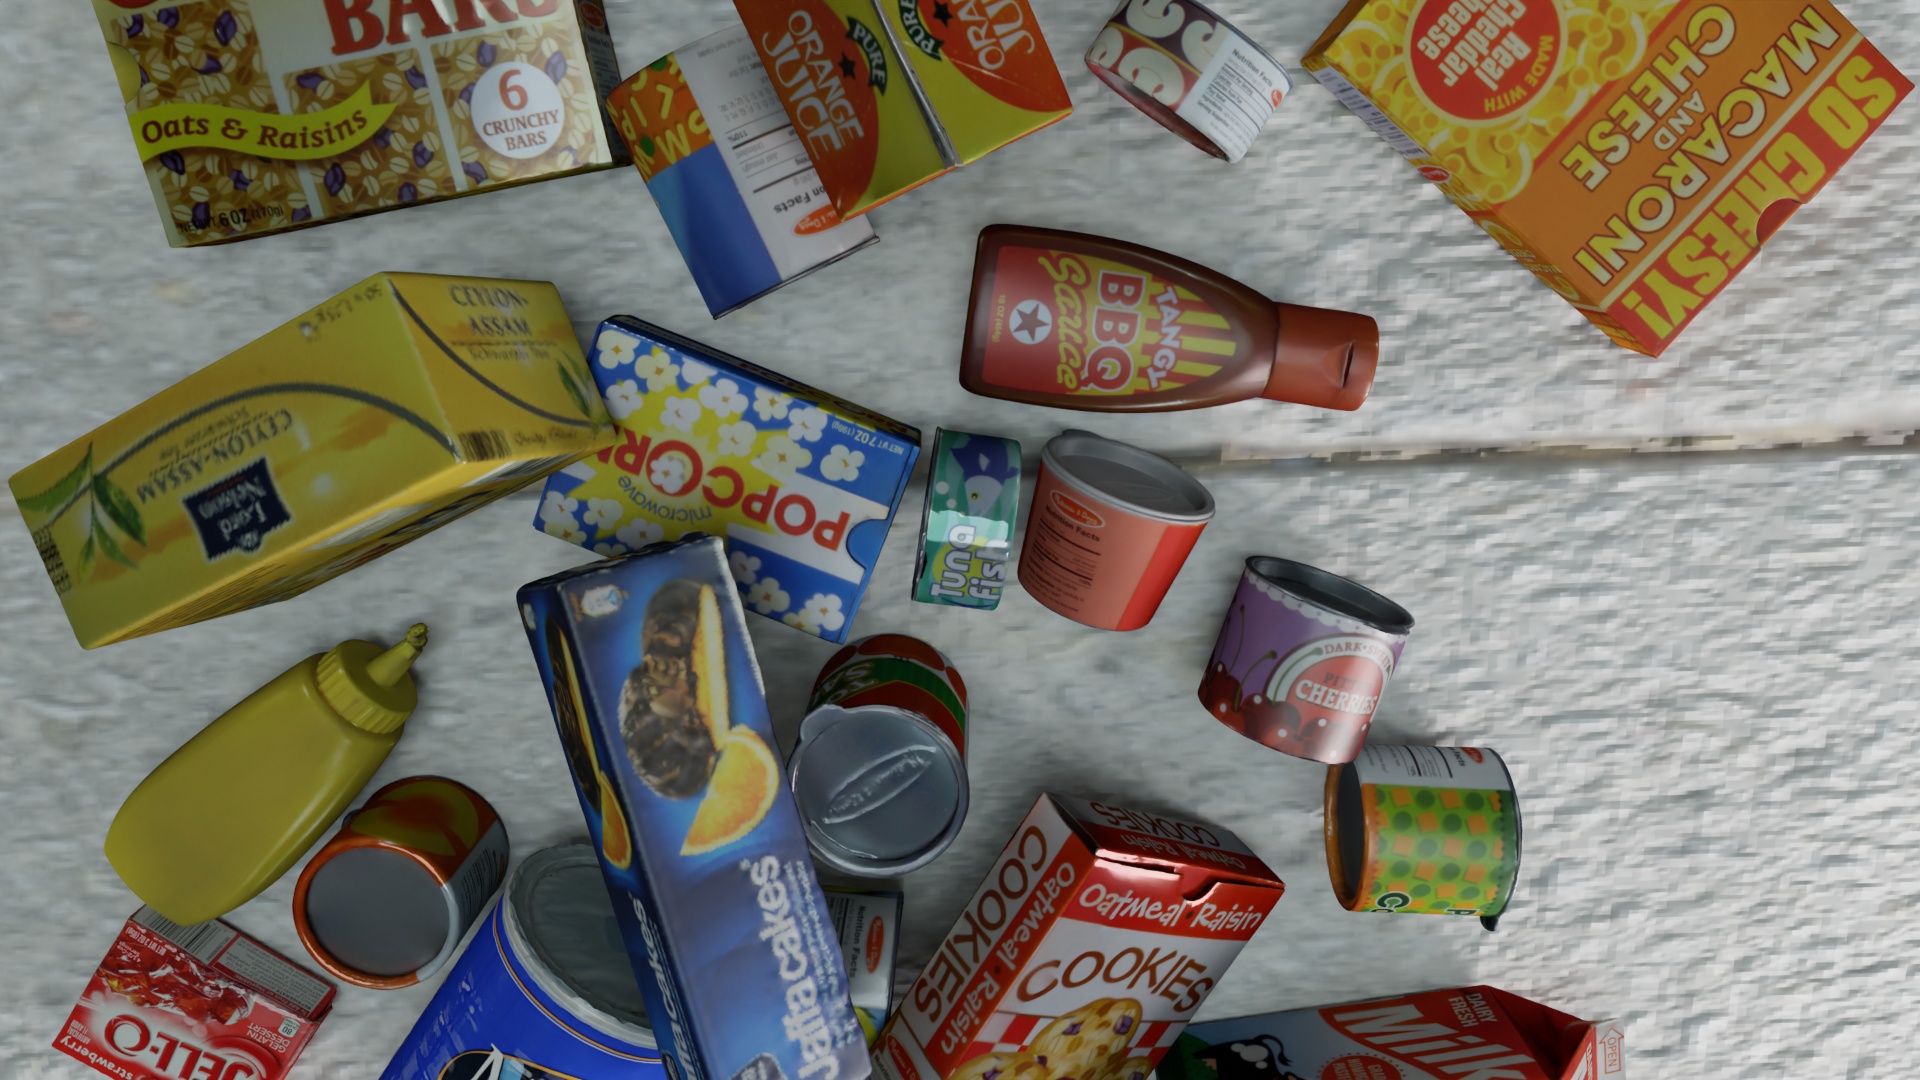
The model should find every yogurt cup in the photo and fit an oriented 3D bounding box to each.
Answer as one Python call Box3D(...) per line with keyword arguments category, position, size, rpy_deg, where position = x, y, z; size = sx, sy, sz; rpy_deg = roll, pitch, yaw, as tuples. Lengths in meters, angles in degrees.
Box3D(category="yogurt cup", position=(0.055, -0.002, 0.522), size=(0.072, 0.073, 0.053), rpy_deg=(18, 112, -4))

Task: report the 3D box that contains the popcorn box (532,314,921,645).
Box3D(category="popcorn box", position=(-0.088, -0.024, 0.530), size=(0.127, 0.038, 0.085), rpy_deg=(21, 102, -4))

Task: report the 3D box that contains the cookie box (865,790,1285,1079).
Box3D(category="cookie box", position=(0.039, 0.183, 0.547), size=(0.123, 0.040, 0.167), rpy_deg=(21, 106, -42))

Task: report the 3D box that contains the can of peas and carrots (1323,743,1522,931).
Box3D(category="can of peas and carrots", position=(0.180, 0.116, 0.547), size=(0.059, 0.071, 0.070), rpy_deg=(2, 104, 1))

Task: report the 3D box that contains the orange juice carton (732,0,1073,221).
Box3D(category="orange juice carton", position=(-0.015, -0.146, 0.419), size=(0.073, 0.193, 0.071), rpy_deg=(-24, 104, 7))

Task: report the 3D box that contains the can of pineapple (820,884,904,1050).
Box3D(category="can of pineapple", position=(-0.055, 0.175, 0.566), size=(0.058, 0.071, 0.070), rpy_deg=(6, 104, 0))

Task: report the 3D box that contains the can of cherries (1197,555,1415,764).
Box3D(category="can of cherries", position=(0.131, 0.045, 0.528), size=(0.071, 0.072, 0.058), rpy_deg=(17, 104, -4))

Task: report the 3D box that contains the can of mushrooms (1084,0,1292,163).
Box3D(category="can of mushrooms", position=(0.077, -0.163, 0.481), size=(0.071, 0.071, 0.033), rpy_deg=(32, 103, -7))

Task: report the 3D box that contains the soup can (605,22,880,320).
Box3D(category="soup can", position=(-0.078, -0.129, 0.491), size=(0.071, 0.071, 0.083), rpy_deg=(-25, 102, 7))

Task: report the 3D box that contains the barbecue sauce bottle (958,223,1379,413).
Box3D(category="barbecue sauce bottle", position=(0.076, -0.076, 0.513), size=(0.149, 0.044, 0.064), rpy_deg=(8, 103, -2))

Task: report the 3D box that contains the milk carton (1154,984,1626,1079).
Box3D(category="milk carton", position=(0.181, 0.241, 0.576), size=(0.191, 0.073, 0.072), rpy_deg=(-8, 104, 2))

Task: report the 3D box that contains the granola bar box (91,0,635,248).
Box3D(category="granola bar box", position=(-0.212, -0.180, 0.492), size=(0.165, 0.039, 0.124), rpy_deg=(-10, 103, 3))

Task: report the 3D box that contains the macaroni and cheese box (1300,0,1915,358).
Box3D(category="macaroni and cheese box", position=(0.226, -0.164, 0.491), size=(0.166, 0.040, 0.123), rpy_deg=(38, 102, -8))

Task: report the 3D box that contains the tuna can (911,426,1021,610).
Box3D(category="tuna can", position=(0.002, -0.006, 0.517), size=(0.033, 0.071, 0.071), rpy_deg=(8, 104, -2))

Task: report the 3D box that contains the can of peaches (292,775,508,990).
Box3D(category="can of peaches", position=(-0.227, 0.137, 0.561), size=(0.071, 0.058, 0.071), rpy_deg=(0, 105, 0))

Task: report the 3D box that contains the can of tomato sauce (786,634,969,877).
Box3D(category="can of tomato sauce", position=(-0.031, 0.078, 0.531), size=(0.071, 0.083, 0.071), rpy_deg=(0, 104, 1))

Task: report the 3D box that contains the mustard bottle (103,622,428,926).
Box3D(category="mustard bottle", position=(-0.264, 0.085, 0.553), size=(0.160, 0.049, 0.065), rpy_deg=(-40, 98, 9))
